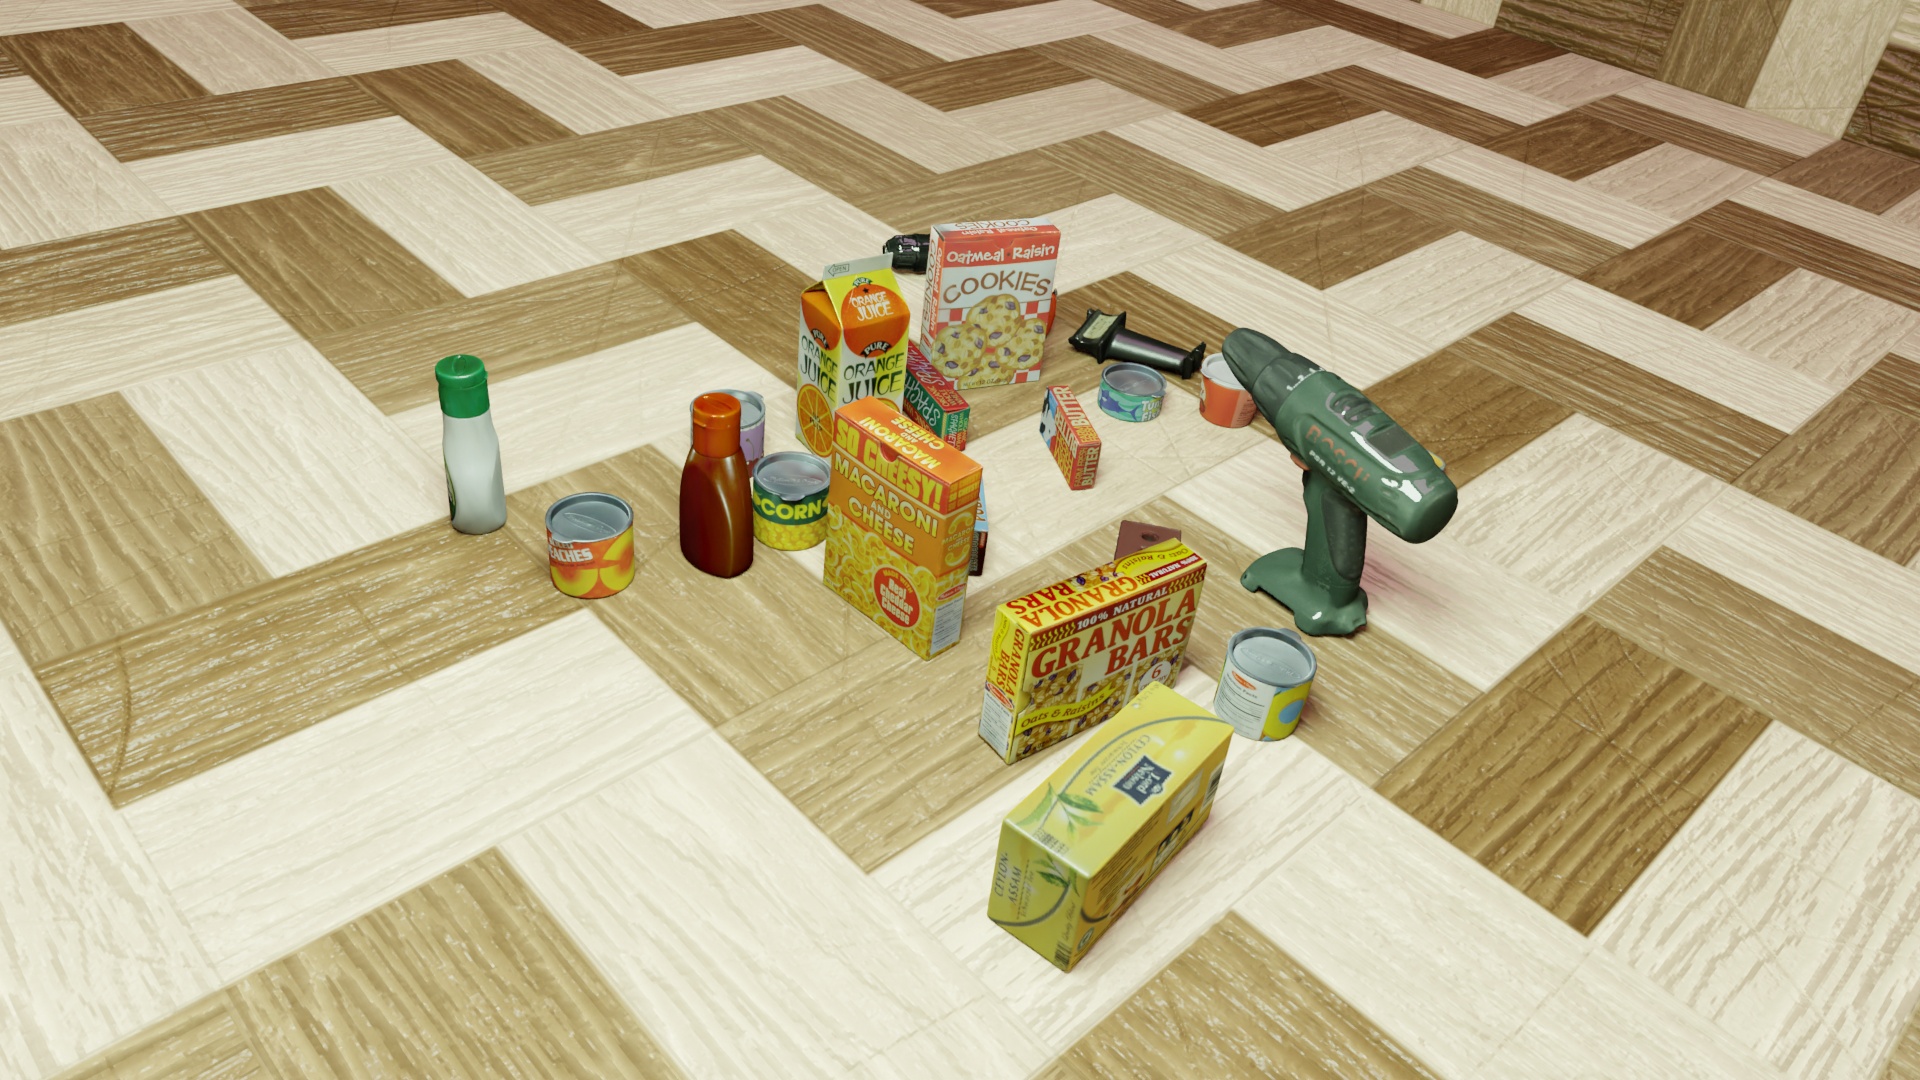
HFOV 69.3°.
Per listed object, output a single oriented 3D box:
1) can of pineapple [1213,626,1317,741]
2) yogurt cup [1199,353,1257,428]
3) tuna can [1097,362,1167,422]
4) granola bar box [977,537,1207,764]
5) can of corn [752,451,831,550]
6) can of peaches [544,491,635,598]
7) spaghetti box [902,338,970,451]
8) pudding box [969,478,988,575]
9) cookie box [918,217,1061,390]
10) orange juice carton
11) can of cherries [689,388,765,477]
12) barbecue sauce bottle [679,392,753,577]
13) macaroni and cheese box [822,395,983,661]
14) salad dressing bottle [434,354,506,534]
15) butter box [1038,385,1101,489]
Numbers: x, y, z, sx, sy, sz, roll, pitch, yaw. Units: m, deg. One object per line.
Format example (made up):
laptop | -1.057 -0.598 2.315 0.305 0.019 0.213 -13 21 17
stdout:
can of pineapple | 0.228 0.106 1.037 0.071 0.057 0.071 5 36 -3
yogurt cup | 0.271 -0.149 1.394 0.072 0.053 0.073 5 36 -3
tuna can | 0.173 -0.147 1.392 0.071 0.032 0.071 5 36 -3
granola bar box | 0.095 0.078 0.996 0.166 0.123 0.039 -19 44 -32
can of corn | -0.141 -0.031 1.158 0.071 0.058 0.071 5 36 -3
can of peaches | -0.290 0.005 1.084 0.071 0.057 0.071 5 36 -3
spaghetti box | -0.059 -0.170 1.367 0.029 0.049 0.251 -12 41 -25
pudding box | 0.004 -0.015 1.168 0.030 0.049 0.084 3 36 -6
cookie box | 0.027 -0.230 1.366 0.123 0.166 0.040 -9 39 -21
orange juice carton | -0.096 -0.162 1.231 0.072 0.191 0.073 -18 43 -31
can of cherries | -0.204 -0.094 1.232 0.071 0.058 0.072 5 36 -3
barbecue sauce bottle | -0.192 -0.044 1.091 0.065 0.147 0.044 28 41 26
macaroni and cheese box | -0.047 -0.008 1.053 0.124 0.165 0.040 34 44 31
salad dressing bottle | -0.388 -0.075 1.100 0.044 0.146 0.064 -4 37 -15
butter box | 0.102 -0.097 1.293 0.024 0.052 0.104 -4 38 -15
